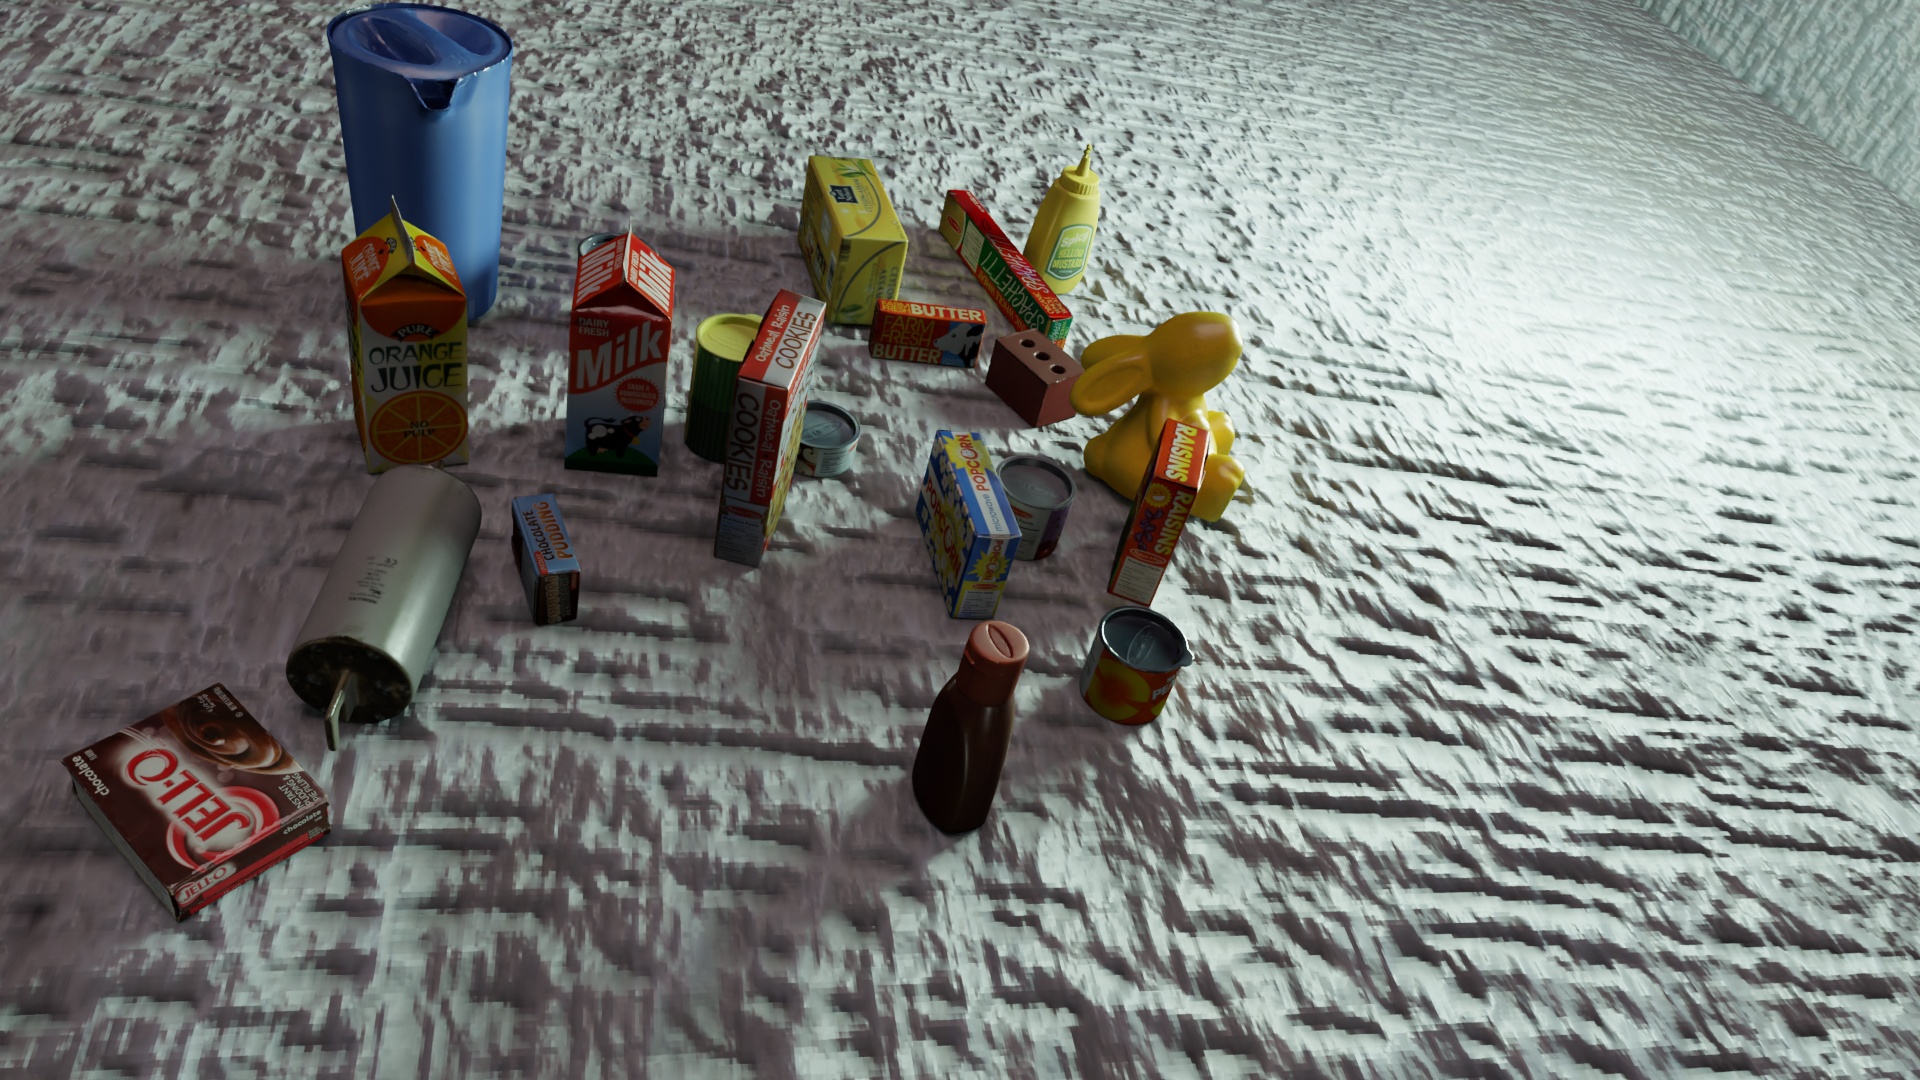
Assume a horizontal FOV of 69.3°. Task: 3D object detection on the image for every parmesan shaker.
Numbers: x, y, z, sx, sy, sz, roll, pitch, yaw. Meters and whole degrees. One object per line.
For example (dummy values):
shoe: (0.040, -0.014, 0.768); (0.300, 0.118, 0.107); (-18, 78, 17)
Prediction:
parmesan shaker: (-0.182, -0.122, 1.115); (0.071, 0.102, 0.072); (10, 39, -8)

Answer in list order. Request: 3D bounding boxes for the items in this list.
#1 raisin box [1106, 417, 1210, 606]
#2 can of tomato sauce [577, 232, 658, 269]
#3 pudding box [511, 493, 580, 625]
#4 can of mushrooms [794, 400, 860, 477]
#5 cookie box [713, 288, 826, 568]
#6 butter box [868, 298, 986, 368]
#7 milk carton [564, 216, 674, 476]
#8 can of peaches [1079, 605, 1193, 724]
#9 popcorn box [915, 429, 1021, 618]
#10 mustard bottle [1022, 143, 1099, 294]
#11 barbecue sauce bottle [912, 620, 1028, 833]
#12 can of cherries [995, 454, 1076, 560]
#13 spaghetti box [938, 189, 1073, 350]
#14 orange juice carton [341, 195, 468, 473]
raisin box: (0.157, -0.022, 1.095); (0.040, 0.122, 0.086); (19, 39, 4)
can of tomato sauce: (-0.297, -0.212, 1.199); (0.071, 0.082, 0.071); (10, 39, -8)
pudding box: (-0.289, 0.012, 0.963); (0.030, 0.049, 0.084); (-8, 45, -27)
can of mushrooms: (-0.120, -0.085, 1.148); (0.071, 0.033, 0.071); (10, 39, -8)
cookie box: (-0.143, -0.083, 1.032); (0.040, 0.166, 0.123); (14, 39, -2)
butter box: (-0.031, -0.192, 1.288); (0.103, 0.052, 0.024); (5, 40, -14)
milk carton: (-0.257, -0.145, 1.048); (0.073, 0.189, 0.073); (5, 40, -14)
can of peaches: (0.126, 0.091, 1.002); (0.071, 0.057, 0.071); (10, 39, -8)
popcorn box: (0.004, -0.013, 1.063); (0.038, 0.084, 0.127); (0, 42, -19)
mustard bottle: (0.108, -0.327, 1.411); (0.065, 0.159, 0.049); (-10, 46, -28)
barbecue sauce bottle: (0.007, 0.114, 0.863); (0.044, 0.147, 0.065); (-8, 45, -26)
can of cherries: (0.055, -0.027, 1.118); (0.071, 0.058, 0.072); (10, 39, -8)
spaghetti box: (0.042, -0.274, 1.412); (0.029, 0.049, 0.251); (-8, 45, -26)
orange juice carton: (-0.399, -0.147, 1.000); (0.073, 0.191, 0.072); (-9, 45, -28)
